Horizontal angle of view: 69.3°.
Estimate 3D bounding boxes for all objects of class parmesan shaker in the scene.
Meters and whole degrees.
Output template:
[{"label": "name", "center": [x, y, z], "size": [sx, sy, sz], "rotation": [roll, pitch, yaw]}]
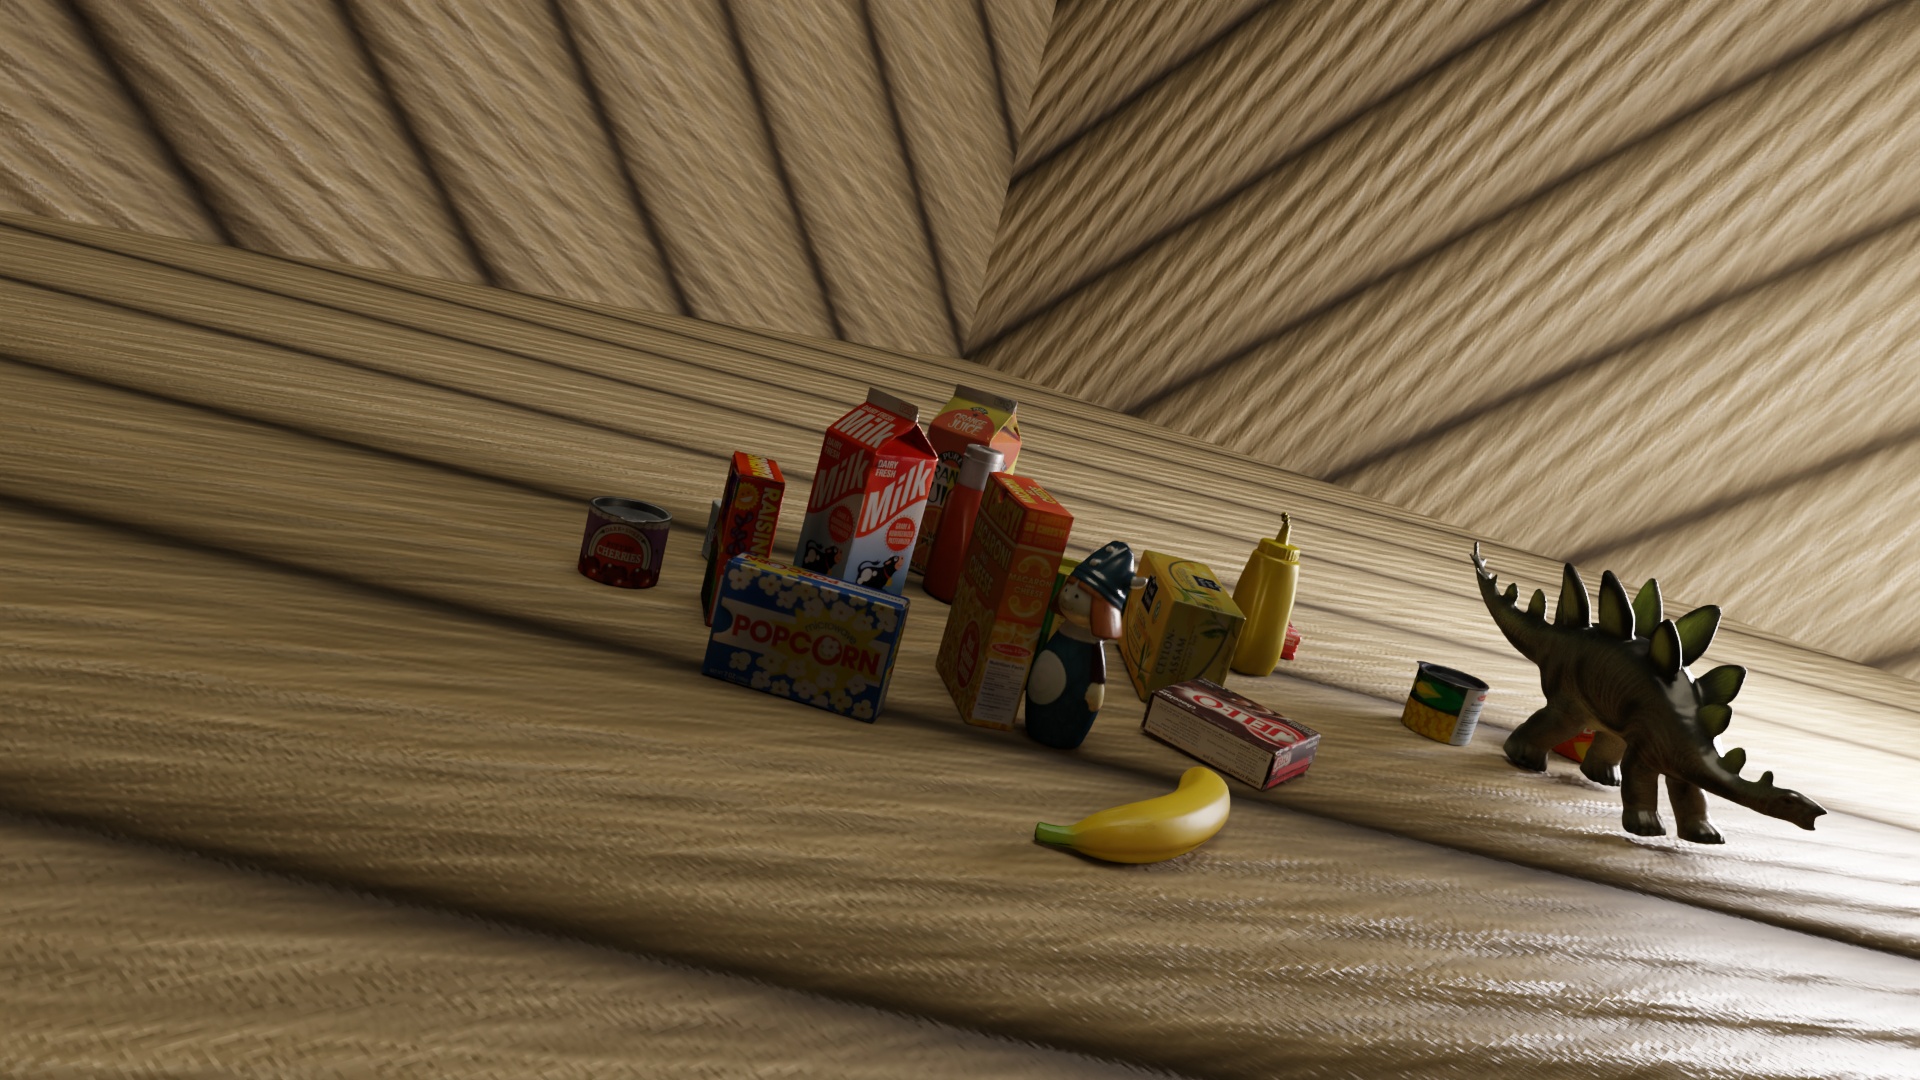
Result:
[{"label": "parmesan shaker", "center": [0.078, 0.070, 1.130], "size": [0.071, 0.102, 0.071], "rotation": [14, 12, -3]}]

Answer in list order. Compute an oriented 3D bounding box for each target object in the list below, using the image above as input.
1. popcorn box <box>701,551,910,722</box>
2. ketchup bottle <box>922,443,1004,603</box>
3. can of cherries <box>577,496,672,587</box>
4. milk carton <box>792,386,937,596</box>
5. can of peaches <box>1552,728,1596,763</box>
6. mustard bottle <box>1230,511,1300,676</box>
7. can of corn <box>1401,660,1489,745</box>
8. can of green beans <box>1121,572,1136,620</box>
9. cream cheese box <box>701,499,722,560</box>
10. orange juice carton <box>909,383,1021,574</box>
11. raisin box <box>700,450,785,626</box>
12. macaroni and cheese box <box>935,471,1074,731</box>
[{"label": "popcorn box", "center": [-0.106, 0.066, 0.966], "size": [0.127, 0.085, 0.038], "rotation": [16, 12, 4]}, {"label": "ketchup bottle", "center": [0.005, -0.017, 1.323], "size": [0.043, 0.148, 0.065], "rotation": [8, 13, -29]}, {"label": "can of cherries", "center": [-0.272, 0.002, 1.122], "size": [0.071, 0.058, 0.071], "rotation": [14, 12, -3]}, {"label": "milk carton", "center": [-0.080, -0.032, 1.192], "size": [0.073, 0.190, 0.072], "rotation": [4, 16, -44]}, {"label": "can of peaches", "center": [0.619, 0.186, 1.364], "size": [0.071, 0.058, 0.071], "rotation": [14, 12, -3]}, {"label": "mustard bottle", "center": [0.297, 0.050, 1.347], "size": [0.049, 0.159, 0.065], "rotation": [11, 12, -18]}, {"label": "can of corn", "center": [0.455, 0.153, 1.313], "size": [0.071, 0.058, 0.071], "rotation": [14, 12, -3]}, {"label": "can of green beans", "center": [0.145, 0.059, 1.367], "size": [0.071, 0.057, 0.071], "rotation": [14, 12, -3]}, {"label": "cream cheese box", "center": [-0.197, 0.004, 1.214], "size": [0.024, 0.053, 0.104], "rotation": [9, 13, -29]}, {"label": "orange juice carton", "center": [0.002, -0.057, 1.400], "size": [0.072, 0.192, 0.073], "rotation": [21, 13, 25]}, {"label": "raisin box", "center": [-0.173, -0.001, 1.096], "size": [0.040, 0.123, 0.086], "rotation": [12, 12, -15]}, {"label": "macaroni and cheese box", "center": [0.030, 0.042, 1.046], "size": [0.040, 0.166, 0.124], "rotation": [12, 12, -15]}]
